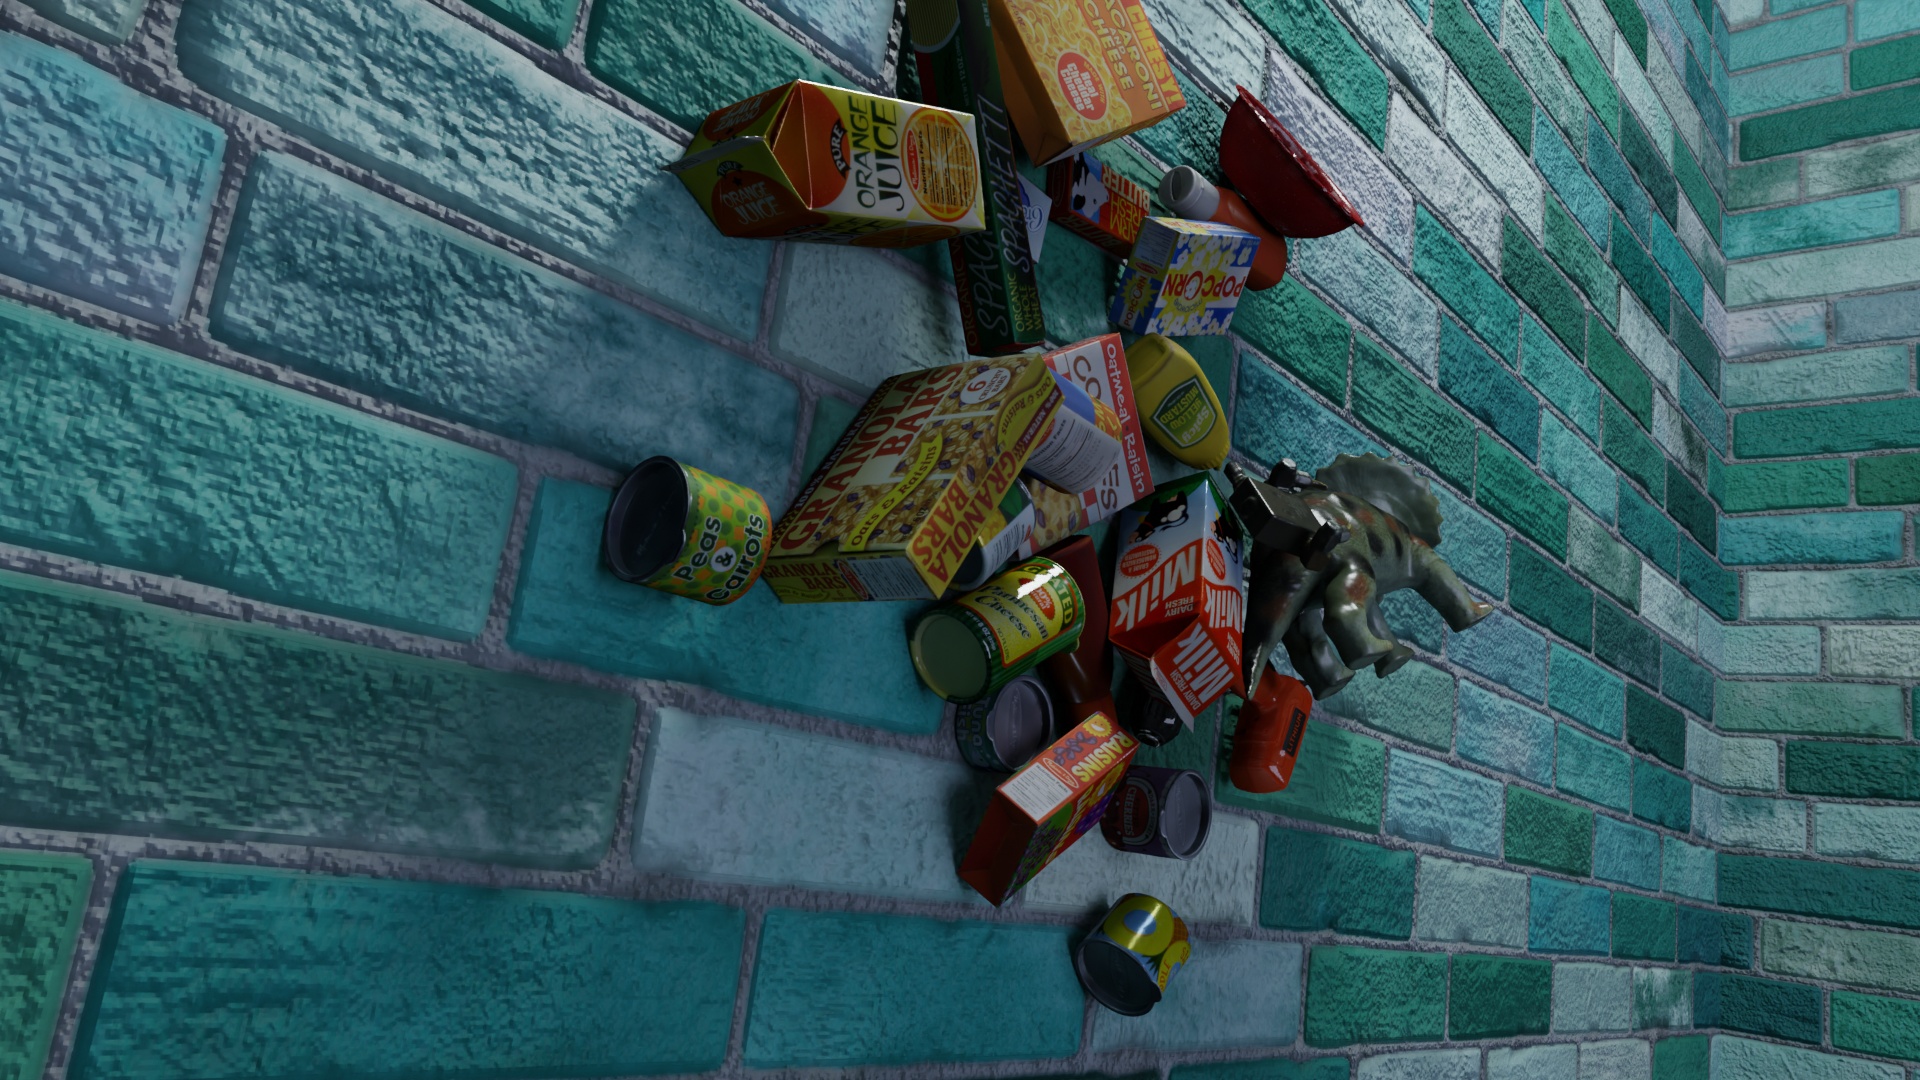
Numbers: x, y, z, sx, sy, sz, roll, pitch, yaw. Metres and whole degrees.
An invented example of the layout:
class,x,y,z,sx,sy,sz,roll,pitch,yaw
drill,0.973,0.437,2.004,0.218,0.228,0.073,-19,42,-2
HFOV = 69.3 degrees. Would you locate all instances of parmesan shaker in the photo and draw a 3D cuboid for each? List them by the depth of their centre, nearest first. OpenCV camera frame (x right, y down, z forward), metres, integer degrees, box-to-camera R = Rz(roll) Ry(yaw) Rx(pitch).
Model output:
class,x,y,z,sx,sy,sz,roll,pitch,yaw
parmesan shaker,0.027,0.060,0.897,0.103,0.071,0.071,-26,107,-47

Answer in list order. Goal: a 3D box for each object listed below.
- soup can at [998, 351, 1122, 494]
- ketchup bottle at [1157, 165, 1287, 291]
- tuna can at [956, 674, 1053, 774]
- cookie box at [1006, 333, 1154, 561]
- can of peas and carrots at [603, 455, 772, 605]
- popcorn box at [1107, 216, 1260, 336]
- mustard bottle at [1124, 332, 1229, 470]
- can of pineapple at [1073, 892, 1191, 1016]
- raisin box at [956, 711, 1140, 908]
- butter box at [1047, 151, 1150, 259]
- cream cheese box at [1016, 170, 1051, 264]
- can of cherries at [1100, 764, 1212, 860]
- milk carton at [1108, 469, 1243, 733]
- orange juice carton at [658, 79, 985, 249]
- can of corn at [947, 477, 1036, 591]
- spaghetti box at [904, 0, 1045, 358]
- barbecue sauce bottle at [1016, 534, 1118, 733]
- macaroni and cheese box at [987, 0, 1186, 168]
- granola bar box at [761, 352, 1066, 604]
class,x,y,z,sx,sy,sz,roll,pitch,yaw
soup can,0.052,-0.075,0.882,0.083,0.071,0.071,26,68,-44
ketchup bottle,0.221,-0.265,1.164,0.149,0.043,0.065,22,62,-46
tuna can,0.028,0.122,0.923,0.071,0.033,0.071,4,85,-49
cookie box,0.065,-0.068,0.974,0.168,0.040,0.122,-25,106,-46
can of peas and carrots,-0.138,-0.003,0.712,0.058,0.071,0.071,22,71,-47
popcorn box,0.177,-0.206,1.089,0.127,0.038,0.085,-11,126,-49
mustard bottle,0.175,-0.096,1.086,0.065,0.049,0.160,-44,135,5
can of pineapple,0.125,0.297,0.995,0.058,0.071,0.070,-36,114,-44
raisin box,0.059,0.176,0.920,0.124,0.040,0.085,-27,145,-46
butter box,0.105,-0.253,1.045,0.103,0.024,0.053,15,75,-48
cream cheese box,0.019,-0.232,0.945,0.104,0.024,0.053,26,69,-45
can of cherries,0.144,0.201,1.031,0.071,0.058,0.071,3,87,-49
milk carton,0.158,0.044,1.007,0.072,0.073,0.191,52,34,-34
orange juice carton,-0.075,-0.213,0.799,0.193,0.071,0.073,-9,94,-49
can of corn,0.003,-0.011,0.881,0.058,0.071,0.071,-43,119,-41
spaghetti box,0.009,-0.241,0.877,0.029,0.050,0.249,-12,93,-39
barbecue sauce bottle,0.081,0.074,0.980,0.065,0.043,0.148,-26,107,-47
macaroni and cheese box,0.084,-0.348,1.001,0.167,0.040,0.123,-33,100,-46
granola bar box,-0.029,-0.037,0.799,0.039,0.124,0.166,56,49,-30
